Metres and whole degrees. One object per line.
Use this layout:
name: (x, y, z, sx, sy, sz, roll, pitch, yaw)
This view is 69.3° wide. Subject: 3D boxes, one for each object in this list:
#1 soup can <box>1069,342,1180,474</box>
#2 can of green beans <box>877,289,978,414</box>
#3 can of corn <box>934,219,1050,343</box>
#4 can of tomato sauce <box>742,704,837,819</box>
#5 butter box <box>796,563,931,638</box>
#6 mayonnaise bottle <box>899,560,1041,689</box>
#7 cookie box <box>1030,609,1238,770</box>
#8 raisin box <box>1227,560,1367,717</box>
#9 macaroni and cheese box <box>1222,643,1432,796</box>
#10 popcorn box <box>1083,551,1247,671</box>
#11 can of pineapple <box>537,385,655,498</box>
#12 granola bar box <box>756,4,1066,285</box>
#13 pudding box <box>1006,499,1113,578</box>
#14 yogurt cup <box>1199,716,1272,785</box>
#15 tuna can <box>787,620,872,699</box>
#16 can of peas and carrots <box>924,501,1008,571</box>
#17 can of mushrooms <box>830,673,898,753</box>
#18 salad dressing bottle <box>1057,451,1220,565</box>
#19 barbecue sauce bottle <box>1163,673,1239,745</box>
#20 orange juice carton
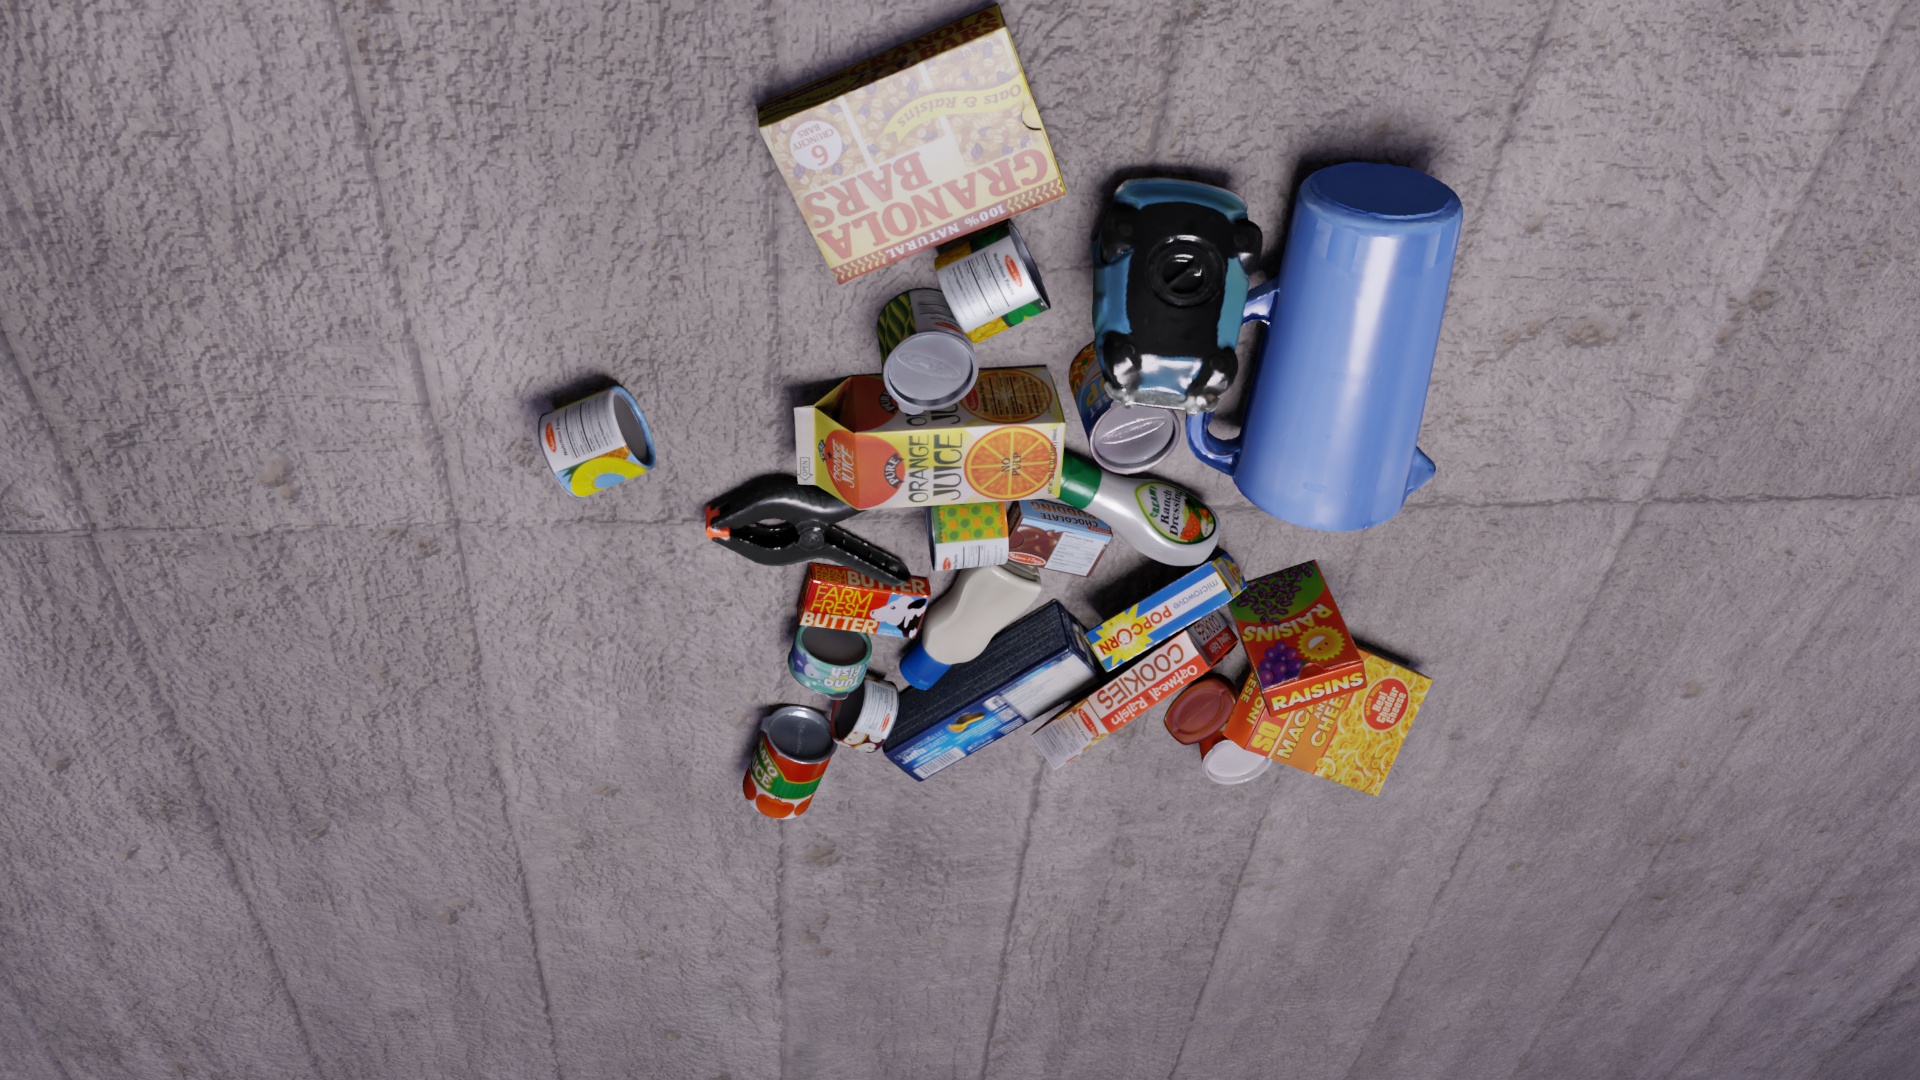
soup can: (0.118, -0.102, 1.014, 0.071, 0.084, 0.071, -5, 131, -6)
can of green beans: (-0.024, -0.135, 0.979, 0.071, 0.058, 0.071, -5, 131, -6)
can of corn: (0.022, -0.176, 0.949, 0.058, 0.071, 0.071, -24, 130, 12)
can of tomato sauce: (-0.155, 0.199, 1.242, 0.071, 0.071, 0.082, 11, 129, -19)
butter box: (-0.081, 0.051, 1.154, 0.103, 0.024, 0.052, 9, 129, -17)
mayonnaise bottle: (0.003, 0.068, 1.173, 0.065, 0.041, 0.147, 25, 123, -26)
cookie box: (0.153, 0.127, 1.201, 0.167, 0.123, 0.040, -37, 83, 21)
raisin box: (0.283, 0.082, 1.177, 0.086, 0.124, 0.040, -18, 132, 7)
macaroni and cheese box: (0.337, 0.152, 1.269, 0.166, 0.040, 0.123, 21, 95, -26)
popcorn box: (0.173, 0.058, 1.164, 0.126, 0.085, 0.038, -32, 85, 18)
can of pineapple: (-0.258, -0.070, 0.992, 0.058, 0.071, 0.070, -20, 131, 8)
granola bar box: (-0.029, -0.249, 0.891, 0.165, 0.039, 0.123, -20, 131, 8)
pudding box: (0.076, -0.003, 1.130, 0.084, 0.030, 0.049, 12, 129, -19)
yogurt cup: (0.256, 0.190, 1.313, 0.072, 0.054, 0.072, -5, 132, -5)
tuna can: (-0.108, 0.096, 1.158, 0.071, 0.071, 0.032, 9, 128, -16)
can of peas and carrots: (0.004, -0.014, 1.087, 0.059, 0.071, 0.070, -6, 131, -5)
can of mushrooms: (-0.086, 0.150, 1.213, 0.033, 0.071, 0.070, 22, 124, -26)
salad dressing bottle: (0.133, -0.027, 1.101, 0.147, 0.064, 0.043, 23, 146, -17)
barbecue sauce bottle: (0.215, 0.143, 1.216, 0.065, 0.044, 0.148, -42, 170, 10)
orange juice carton: (-0.025, -0.075, 1.021, 0.193, 0.073, 0.071, -4, 131, -6)
